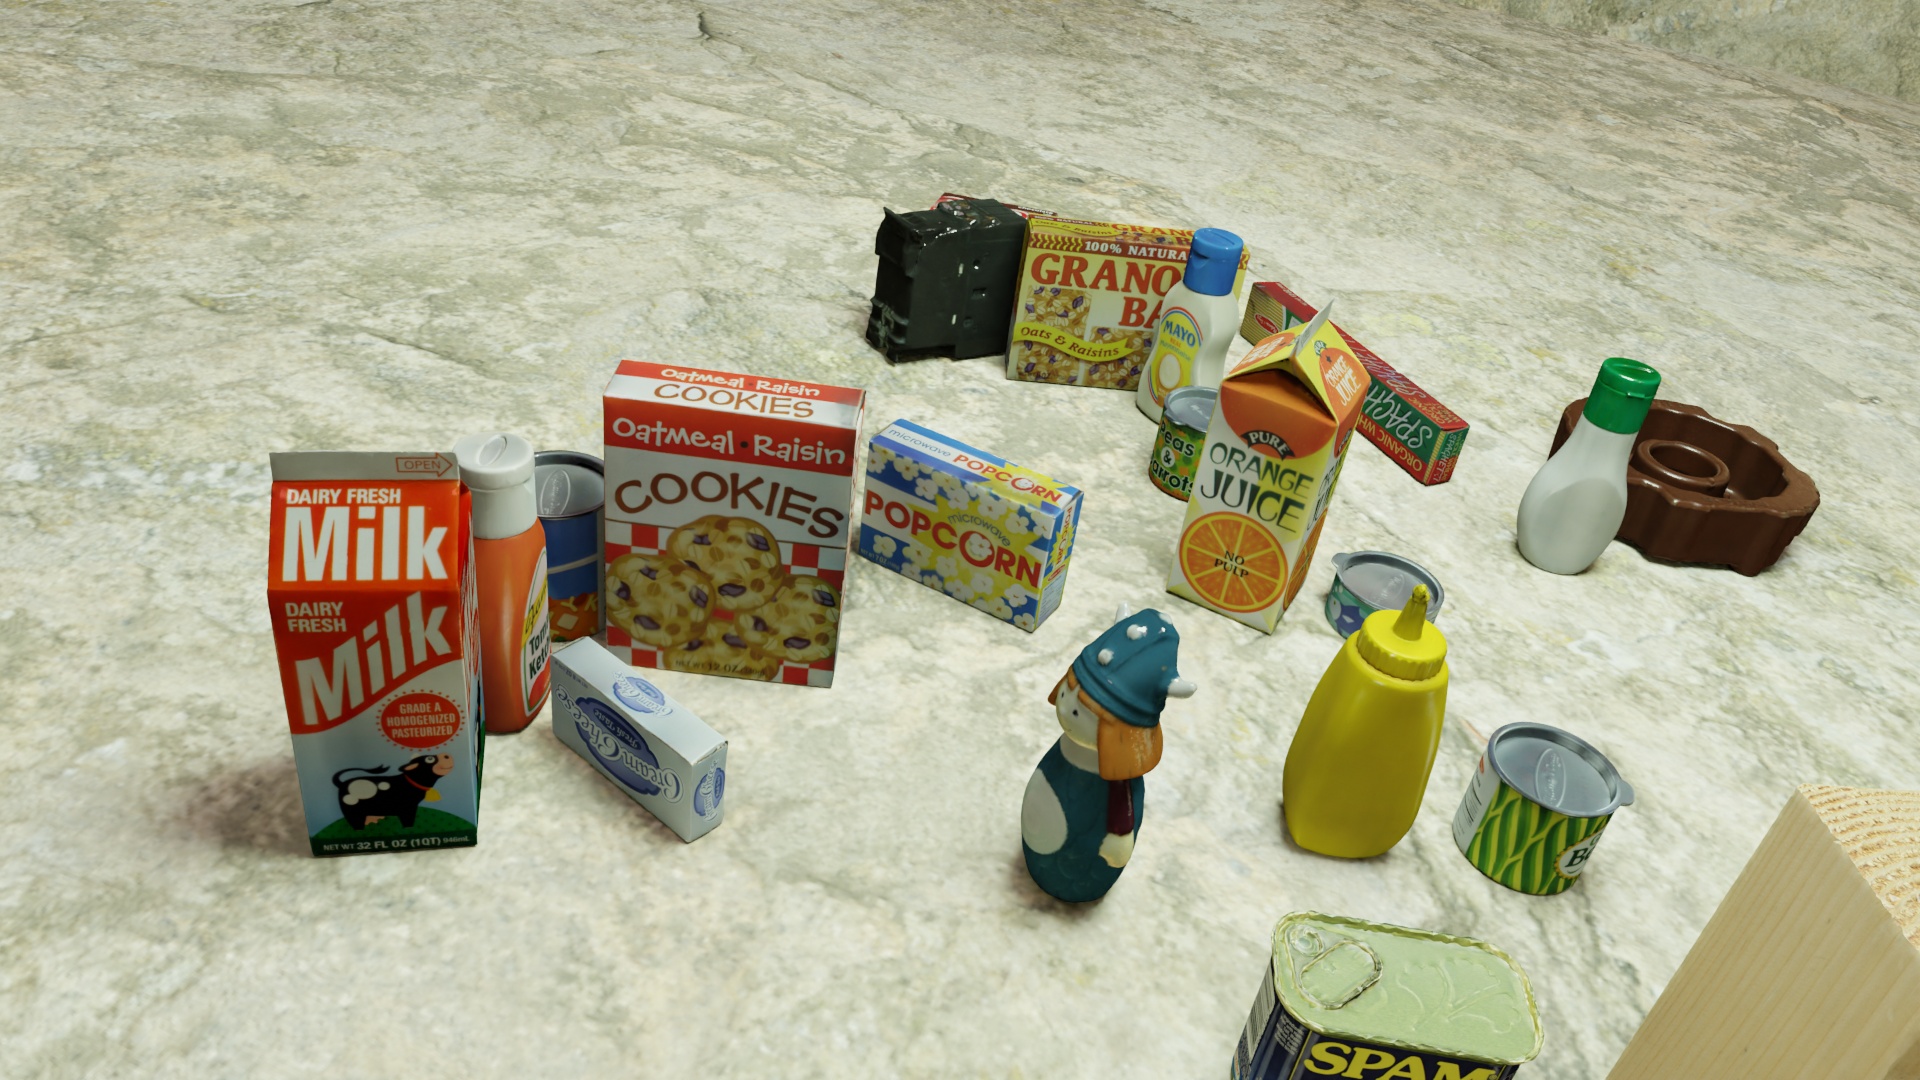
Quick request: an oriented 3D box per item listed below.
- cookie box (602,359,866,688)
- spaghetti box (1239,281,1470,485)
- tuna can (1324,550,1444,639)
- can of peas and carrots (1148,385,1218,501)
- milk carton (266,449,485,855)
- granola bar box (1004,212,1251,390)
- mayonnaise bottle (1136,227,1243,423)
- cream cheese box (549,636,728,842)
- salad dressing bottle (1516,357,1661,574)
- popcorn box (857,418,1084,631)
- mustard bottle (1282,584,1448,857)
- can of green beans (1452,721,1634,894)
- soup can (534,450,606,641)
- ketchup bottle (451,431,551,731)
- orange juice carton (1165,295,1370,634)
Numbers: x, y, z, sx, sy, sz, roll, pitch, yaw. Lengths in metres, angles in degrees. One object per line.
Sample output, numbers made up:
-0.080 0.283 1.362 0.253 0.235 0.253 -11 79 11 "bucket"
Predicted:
-0.118 -0.006 0.716 0.123 0.166 0.040 7 34 -3 "cookie box"
0.305 -0.130 1.098 0.029 0.049 0.251 -8 38 -24 "spaghetti box"
0.259 0.037 0.860 0.071 0.032 0.071 6 34 -4 "tuna can"
0.167 -0.066 0.965 0.071 0.058 0.071 6 34 -4 "can of peas and carrots"
-0.247 0.042 0.597 0.072 0.189 0.074 -1 35 -15 "milk carton"
0.124 -0.178 1.062 0.166 0.123 0.039 4 34 -7 "granola bar box"
0.171 -0.153 1.014 0.041 0.147 0.065 -20 43 -35 "mayonnaise bottle"
-0.154 0.094 0.664 0.104 0.053 0.024 30 39 28 "cream cheese box"
0.417 -0.048 0.919 0.064 0.146 0.044 10 34 1 "salad dressing bottle"
0.003 -0.010 0.824 0.127 0.084 0.038 23 37 20 "popcorn box"
0.200 0.083 0.667 0.065 0.159 0.049 7 34 -3 "mustard bottle"
0.290 0.135 0.702 0.071 0.057 0.071 6 34 -4 "can of green beans"
-0.221 0.003 0.755 0.071 0.083 0.072 6 34 -4 "soup can"
-0.223 0.019 0.673 0.043 0.148 0.065 6 34 -4 "ketchup bottle"
0.187 -0.048 0.826 0.073 0.191 0.072 23 37 20 "orange juice carton"
